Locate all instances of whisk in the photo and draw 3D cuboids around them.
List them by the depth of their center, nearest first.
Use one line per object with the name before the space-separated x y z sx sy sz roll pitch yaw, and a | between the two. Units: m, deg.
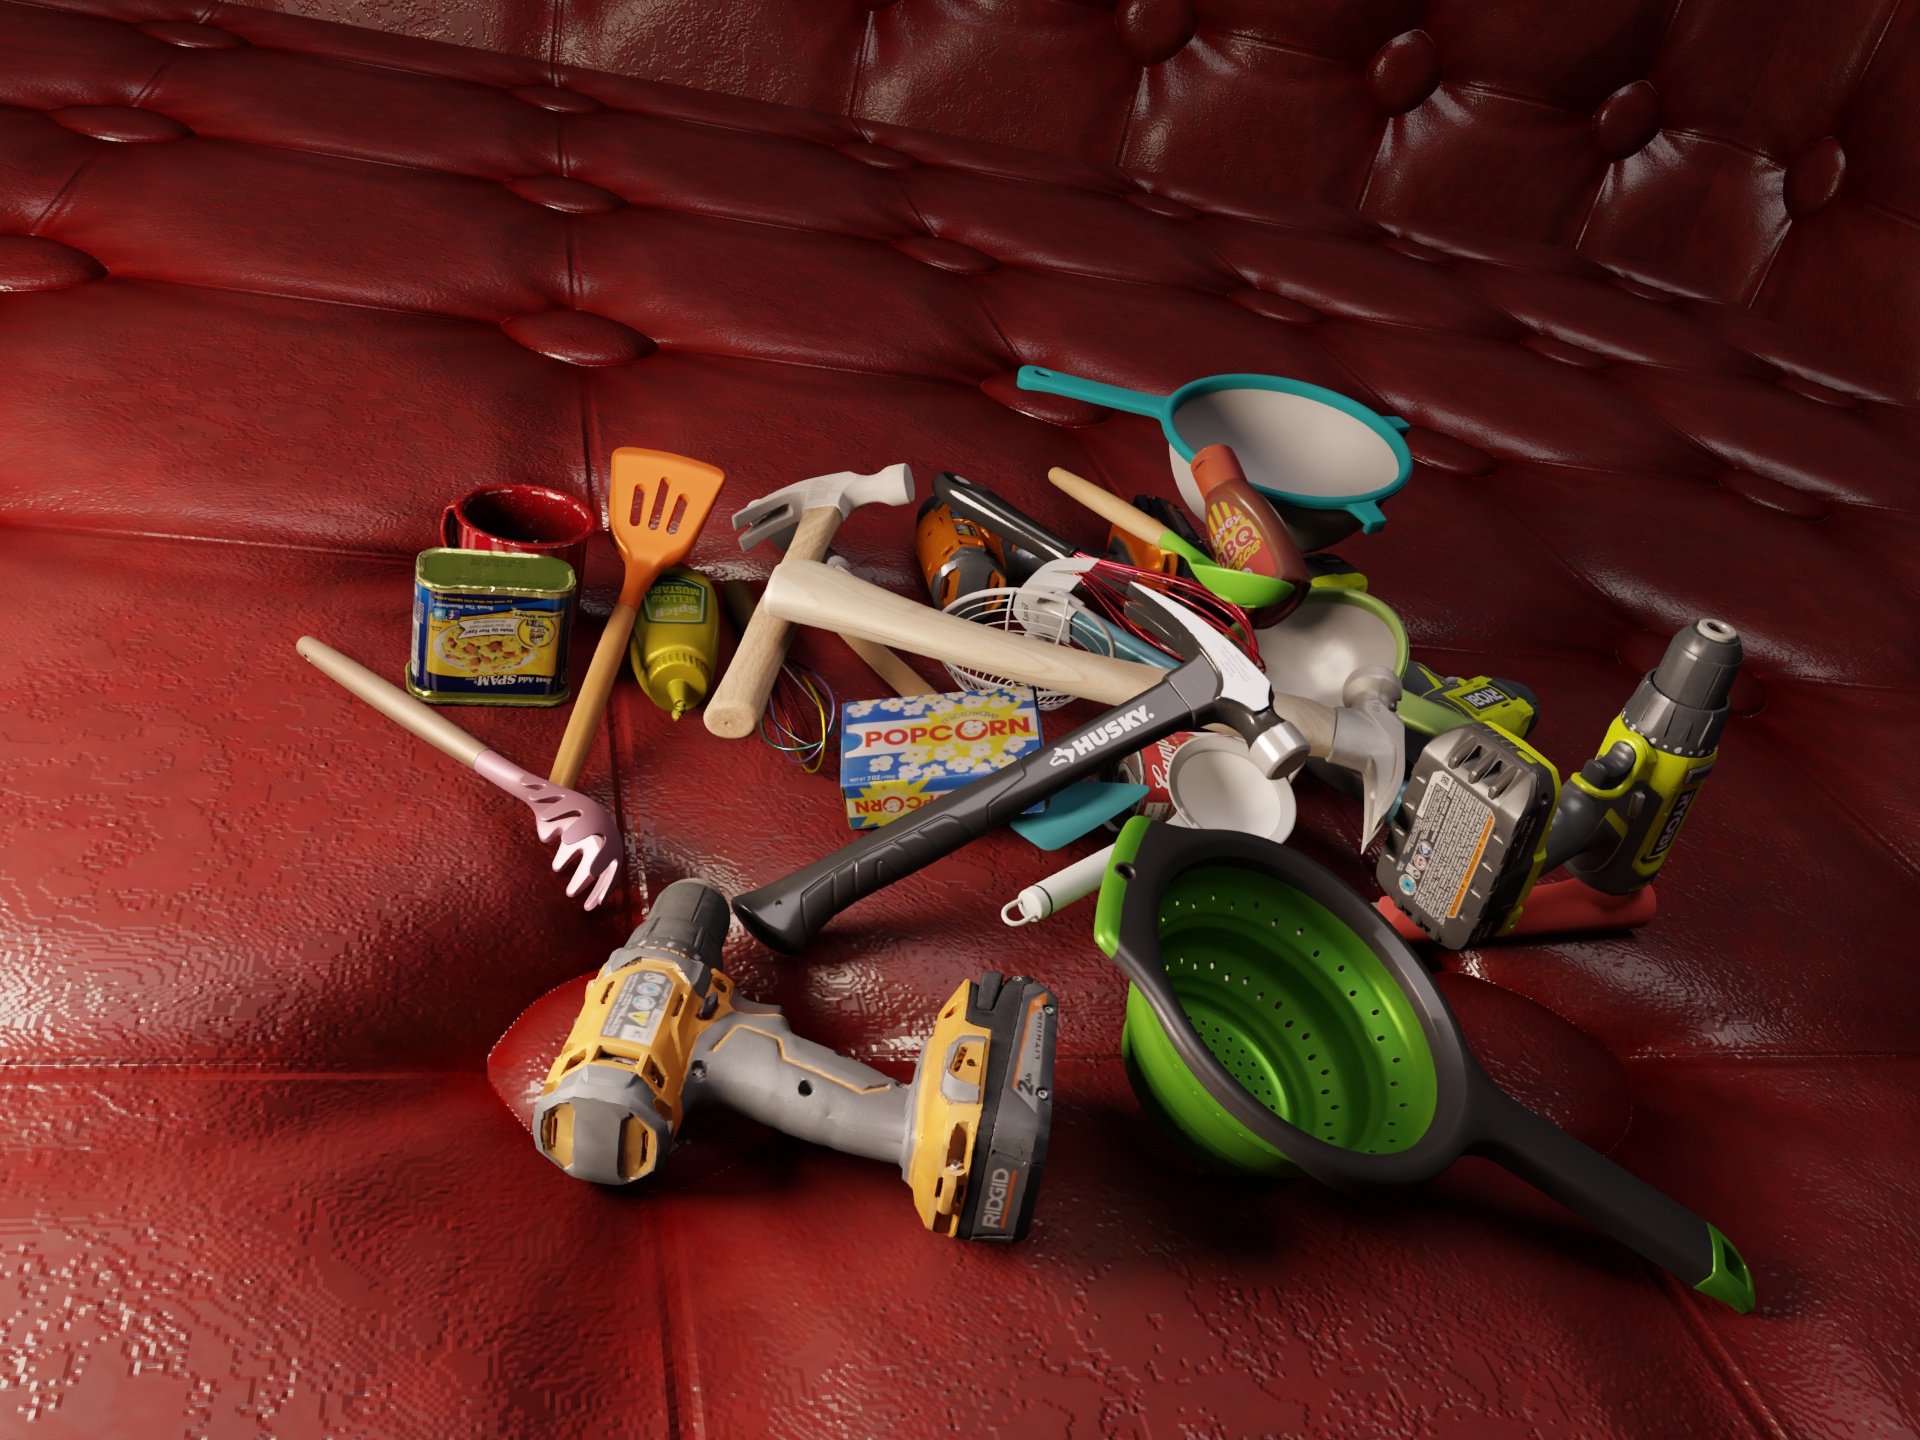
whisk | -0.130 -0.036 1.088 0.051 0.047 0.245 -25 35 -8
whisk | 0.099 -0.109 1.183 0.296 0.073 0.073 33 35 17

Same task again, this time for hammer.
hammer | 0.024 0.037 0.908 0.335 0.035 0.146 -27 63 -16
hammer | 0.074 -0.024 0.997 0.410 0.038 0.146 15 41 4
hammer | 0.297 0.130 1.000 0.359 0.036 0.149 0 34 -23
hammer | -0.121 -0.090 1.099 0.130 0.031 0.332 -7 32 14
hammer | 0.175 -0.015 1.104 0.331 0.128 0.033 31 64 23

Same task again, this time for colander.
colander | 0.218 0.206 0.811 0.397 0.094 0.205 33 36 -5

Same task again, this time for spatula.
spatula | -0.220 -0.060 1.016 0.081 0.041 0.323 13 45 -5
spatula | -0.002 -0.003 1.082 0.082 0.044 0.318 -29 47 -22

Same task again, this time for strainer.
strainer | 0.116 0.071 0.950 0.258 0.050 0.087 -22 65 -38
strainer | 0.296 -0.005 1.142 0.257 0.069 0.151 28 70 42
strainer | 0.206 -0.222 1.361 0.340 0.095 0.211 17 40 11

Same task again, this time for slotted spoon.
slotted spoon | 0.145 -0.144 1.208 0.070 0.031 0.314 12 18 -31

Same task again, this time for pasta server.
pasta server | -0.299 0.017 0.922 0.316 0.060 0.040 27 51 31

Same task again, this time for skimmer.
skimmer | -0.037 -0.110 1.195 0.090 0.127 0.364 -46 49 -9

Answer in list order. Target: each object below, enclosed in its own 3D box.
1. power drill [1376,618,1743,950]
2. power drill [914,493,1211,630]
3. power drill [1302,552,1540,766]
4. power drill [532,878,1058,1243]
power drill | 0.375 0.039 0.968 0.228 0.190 0.080 -14 40 -31
power drill | 0.074 -0.140 1.306 0.226 0.084 0.164 2 32 -14
power drill | 0.346 -0.044 1.271 0.171 0.080 0.223 -14 44 -46
power drill | -0.070 0.153 0.768 0.226 0.084 0.185 10 29 1
